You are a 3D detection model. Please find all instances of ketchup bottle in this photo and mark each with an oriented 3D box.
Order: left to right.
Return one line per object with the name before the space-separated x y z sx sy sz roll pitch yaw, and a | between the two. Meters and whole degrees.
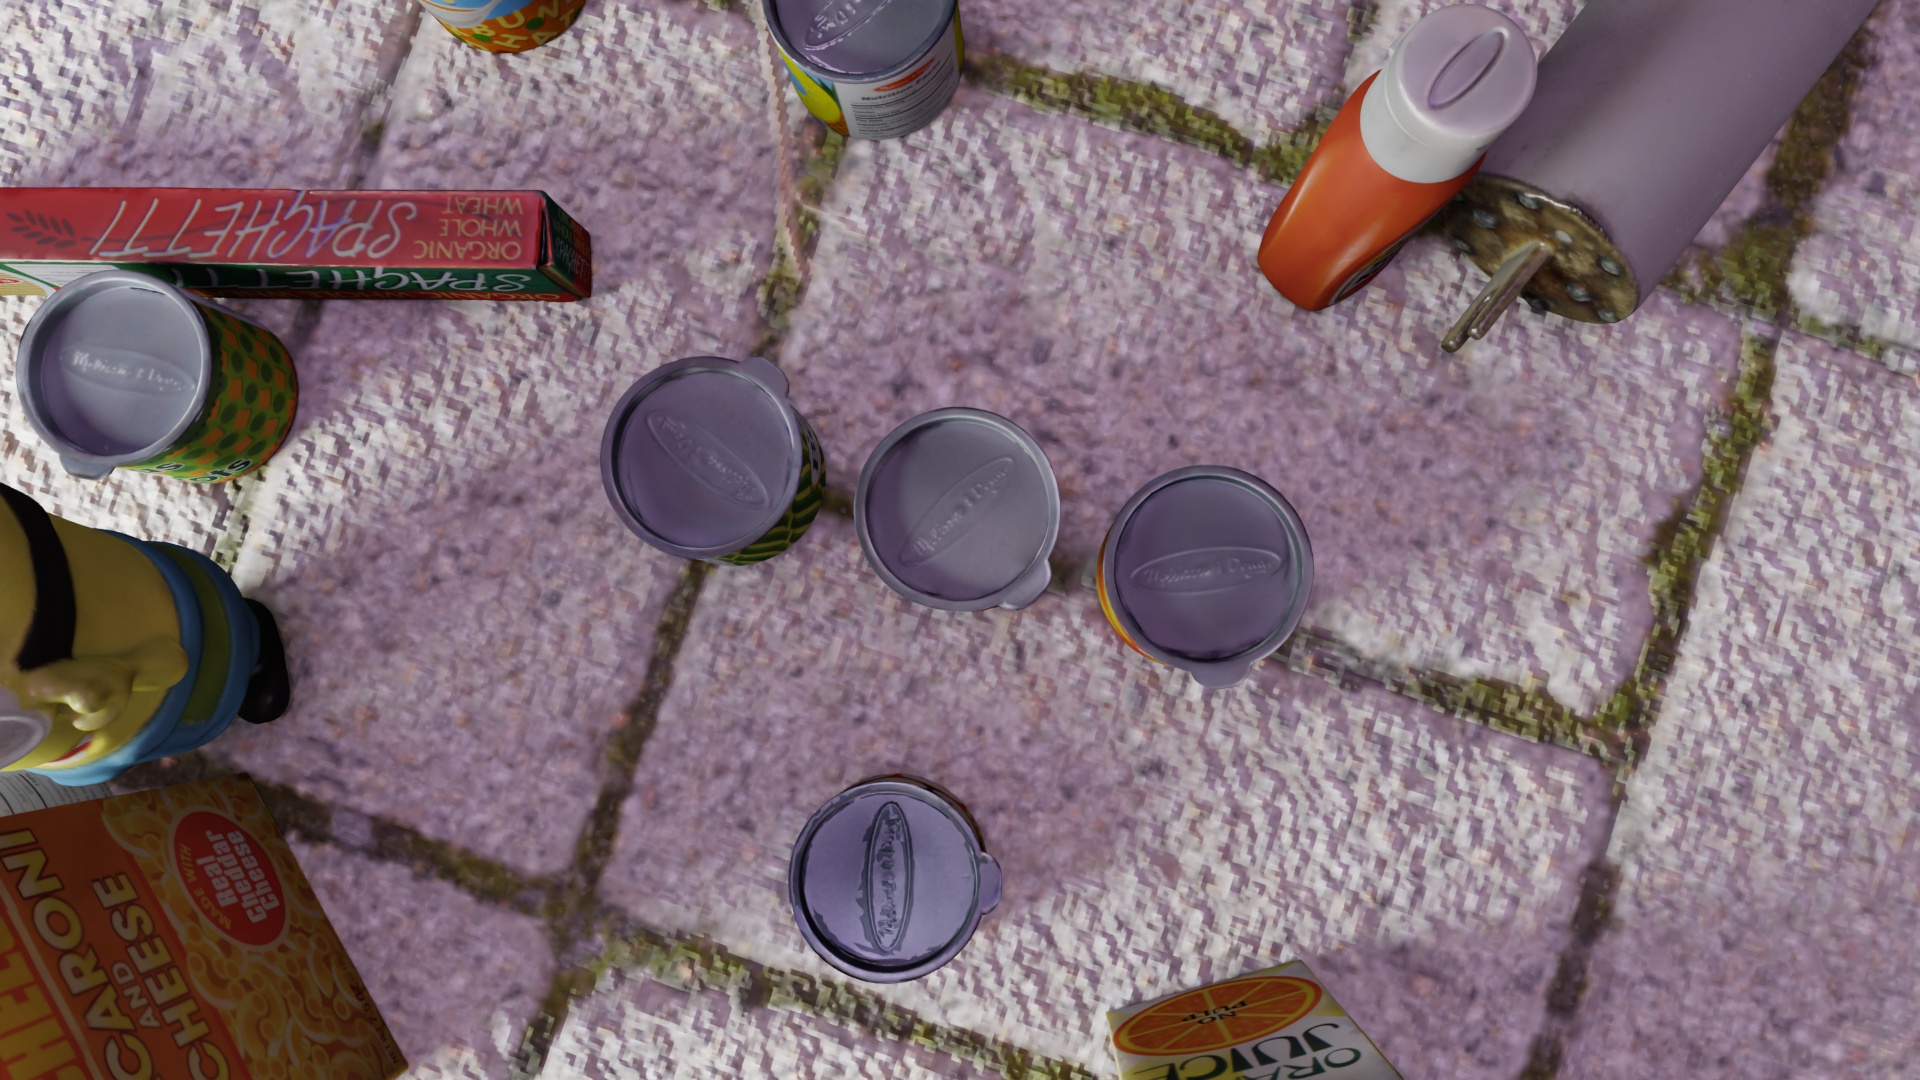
ketchup bottle | 0.132 -0.116 0.428 0.043 0.148 0.065 43 89 5

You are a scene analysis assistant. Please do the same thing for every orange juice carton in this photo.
orange juice carton | 0.089 0.181 0.384 0.073 0.192 0.072 -15 86 1

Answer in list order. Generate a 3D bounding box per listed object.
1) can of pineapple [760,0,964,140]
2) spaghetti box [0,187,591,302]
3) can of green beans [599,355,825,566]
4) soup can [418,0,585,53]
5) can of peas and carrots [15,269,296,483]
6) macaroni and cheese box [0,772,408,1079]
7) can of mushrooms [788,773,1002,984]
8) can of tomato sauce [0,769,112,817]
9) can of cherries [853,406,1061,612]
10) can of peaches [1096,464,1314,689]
can of pineapple | -0.033 -0.182 0.486 0.071 0.058 0.071 0 86 2
spaghetti box | -0.259 -0.104 0.492 0.250 0.050 0.028 1 86 2
can of green beans | -0.082 -0.025 0.475 0.071 0.058 0.071 0 86 2
soup can | -0.173 -0.214 0.481 0.071 0.083 0.071 0 86 2
can of peas and carrots | -0.278 -0.053 0.484 0.071 0.058 0.071 0 86 2
macaroni and cheese box | -0.245 0.139 0.414 0.040 0.166 0.124 -32 85 0
can of mushrooms | -0.021 0.114 0.473 0.071 0.033 0.071 0 86 2
can of tomato sauce | -0.339 0.106 0.462 0.071 0.083 0.071 0 86 2
can of cherries | 0.002 -0.006 0.470 0.071 0.058 0.071 0 86 2
can of peaches | 0.079 0.013 0.465 0.071 0.058 0.071 0 86 2
